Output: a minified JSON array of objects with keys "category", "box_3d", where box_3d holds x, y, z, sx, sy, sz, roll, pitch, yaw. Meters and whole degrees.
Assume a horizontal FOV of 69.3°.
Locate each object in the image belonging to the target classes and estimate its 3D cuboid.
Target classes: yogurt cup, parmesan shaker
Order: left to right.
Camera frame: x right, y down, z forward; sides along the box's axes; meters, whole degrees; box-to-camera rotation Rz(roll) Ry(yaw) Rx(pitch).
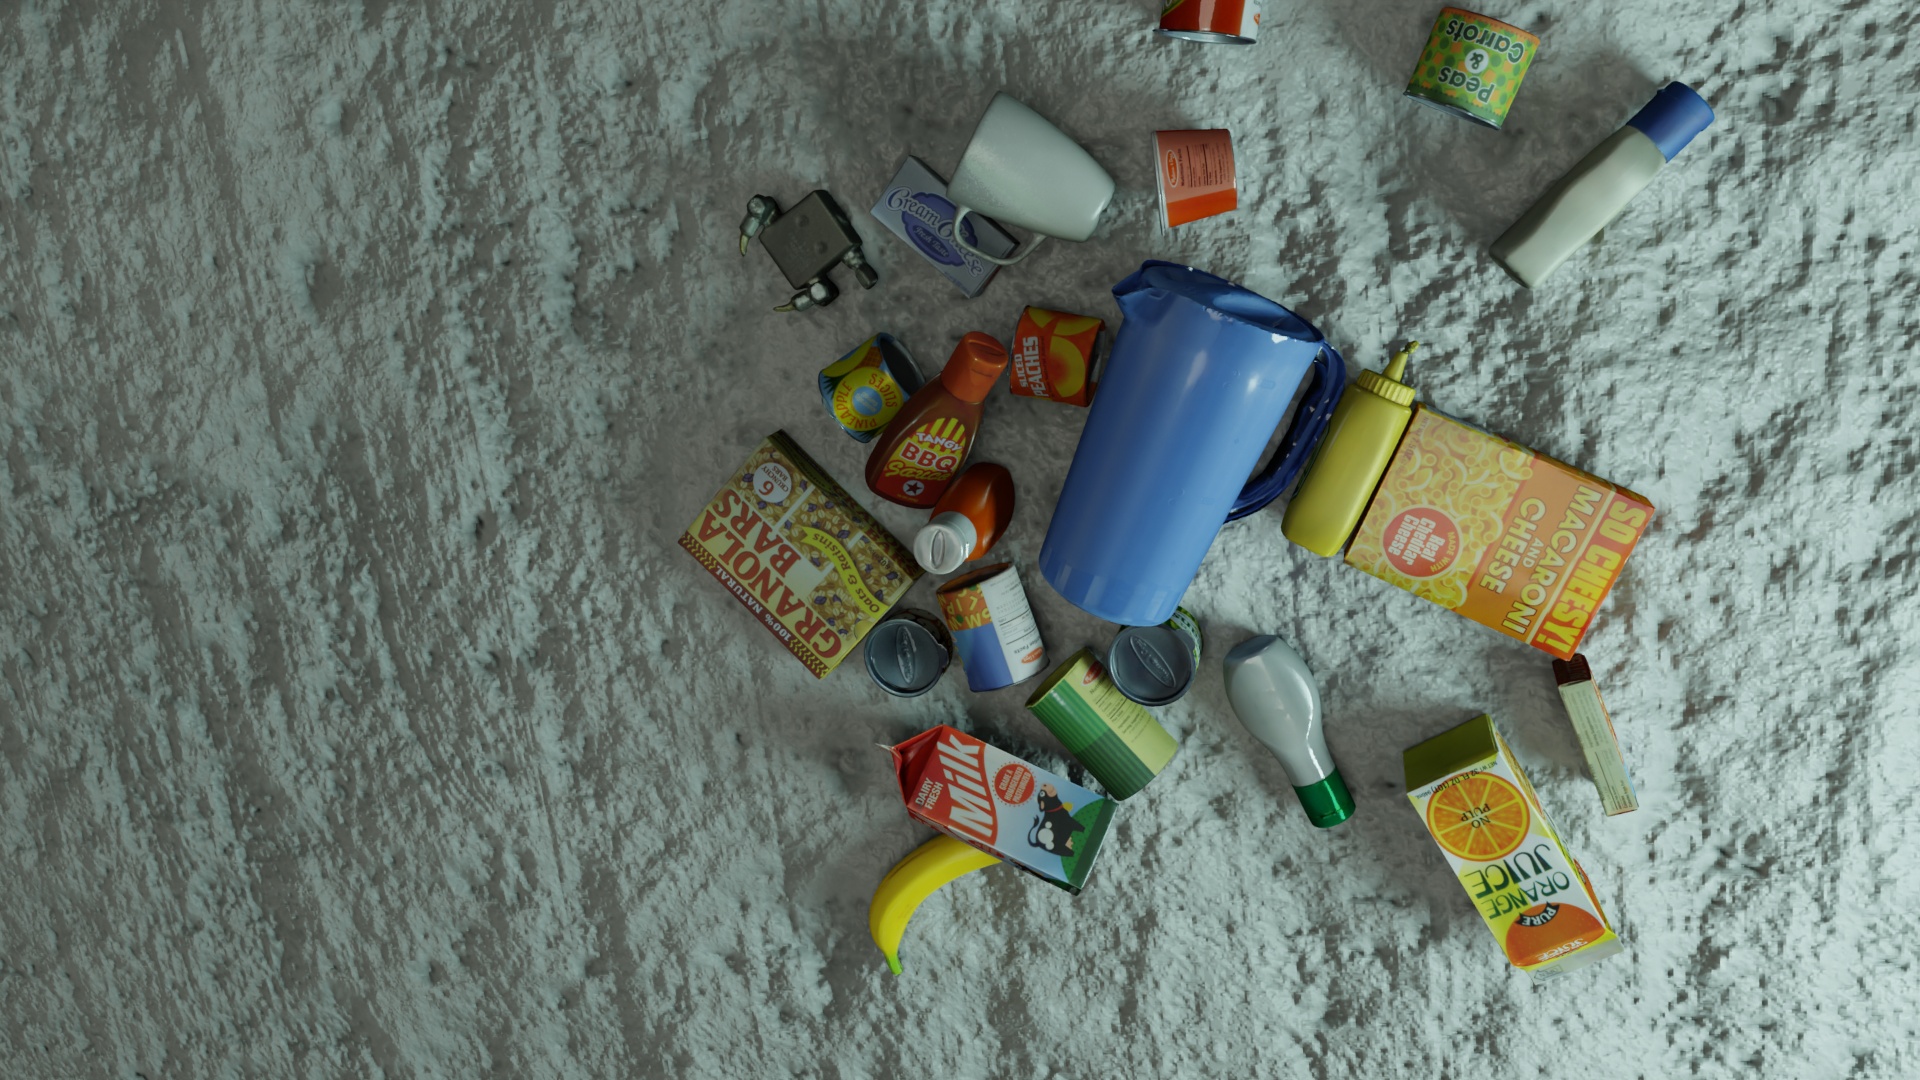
[{"category":"parmesan shaker","box_3d":[0.107,0.143,1.068,0.103,0.071,0.071,47,111,0]},{"category":"yogurt cup","box_3d":[0.161,-0.252,0.957,0.054,0.072,0.072,-7,102,9]}]

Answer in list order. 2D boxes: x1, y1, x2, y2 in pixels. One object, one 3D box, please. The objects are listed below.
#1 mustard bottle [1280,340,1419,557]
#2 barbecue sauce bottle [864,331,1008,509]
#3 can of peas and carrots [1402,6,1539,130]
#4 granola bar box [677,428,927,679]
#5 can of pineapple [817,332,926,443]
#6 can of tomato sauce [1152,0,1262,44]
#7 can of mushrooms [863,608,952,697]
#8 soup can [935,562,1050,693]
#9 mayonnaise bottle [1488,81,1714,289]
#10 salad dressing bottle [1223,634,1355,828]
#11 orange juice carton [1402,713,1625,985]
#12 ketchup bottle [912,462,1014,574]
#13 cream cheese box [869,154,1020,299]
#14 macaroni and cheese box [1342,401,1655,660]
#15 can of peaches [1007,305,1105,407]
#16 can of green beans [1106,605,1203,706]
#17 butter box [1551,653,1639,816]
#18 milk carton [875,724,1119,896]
[{"category":"mustard bottle","box_3d":[0.278,-0.068,0.972,0.049,0.065,0.159,26,105,11]},{"category":"barbecue sauce bottle","box_3d":[-0.014,-0.088,1.016,0.065,0.044,0.147,17,132,-21]},{"category":"can of peas and carrots","box_3d":[0.327,-0.303,0.891,0.071,0.071,0.058,24,109,9]},{"category":"granola bar box","box_3d":[-0.129,0.012,1.119,0.165,0.039,0.124,44,111,2]},{"category":"can of pineapple","box_3d":[-0.066,-0.115,1.052,0.057,0.071,0.071,-31,94,21]},{"category":"can of tomato sauce","box_3d":[0.168,-0.376,0.920,0.071,0.071,0.082,10,106,13]},{"category":"can of mushrooms","box_3d":[-0.039,0.090,1.117,0.071,0.033,0.071,4,104,15]},{"category":"soup can","box_3d":[0.023,0.067,1.077,0.071,0.071,0.083,-17,98,19]},{"category":"mayonnaise bottle","box_3d":[0.411,-0.227,0.893,0.041,0.065,0.147,45,107,-2]},{"category":"salad dressing bottle","box_3d":[0.249,0.144,1.043,0.064,0.044,0.147,-25,97,18]},{"category":"orange juice carton","box_3d":[0.401,0.232,1.006,0.071,0.073,0.192,-31,94,21]},{"category":"ketchup bottle","box_3d":[0.004,-0.013,1.016,0.043,0.149,0.064,9,107,12]},{"category":"cream cheese box","box_3d":[-0.012,-0.233,1.031,0.104,0.024,0.053,41,111,3]},{"category":"macaroni and cheese box","box_3d":[0.372,-0.008,0.970,0.166,0.040,0.123,25,109,9]},{"category":"can of peaches","box_3d":[0.070,-0.132,1.008,0.058,0.071,0.071,12,107,12]},{"category":"can of green beans","box_3d":[0.148,0.084,1.048,0.071,0.058,0.071,4,105,15]},{"category":"butter box","box_3d":[0.447,0.136,0.979,0.024,0.053,0.103,-21,97,23]},{"category":"milk carton","box_3d":[0.021,0.204,1.094,0.191,0.072,0.073,23,73,10]}]
